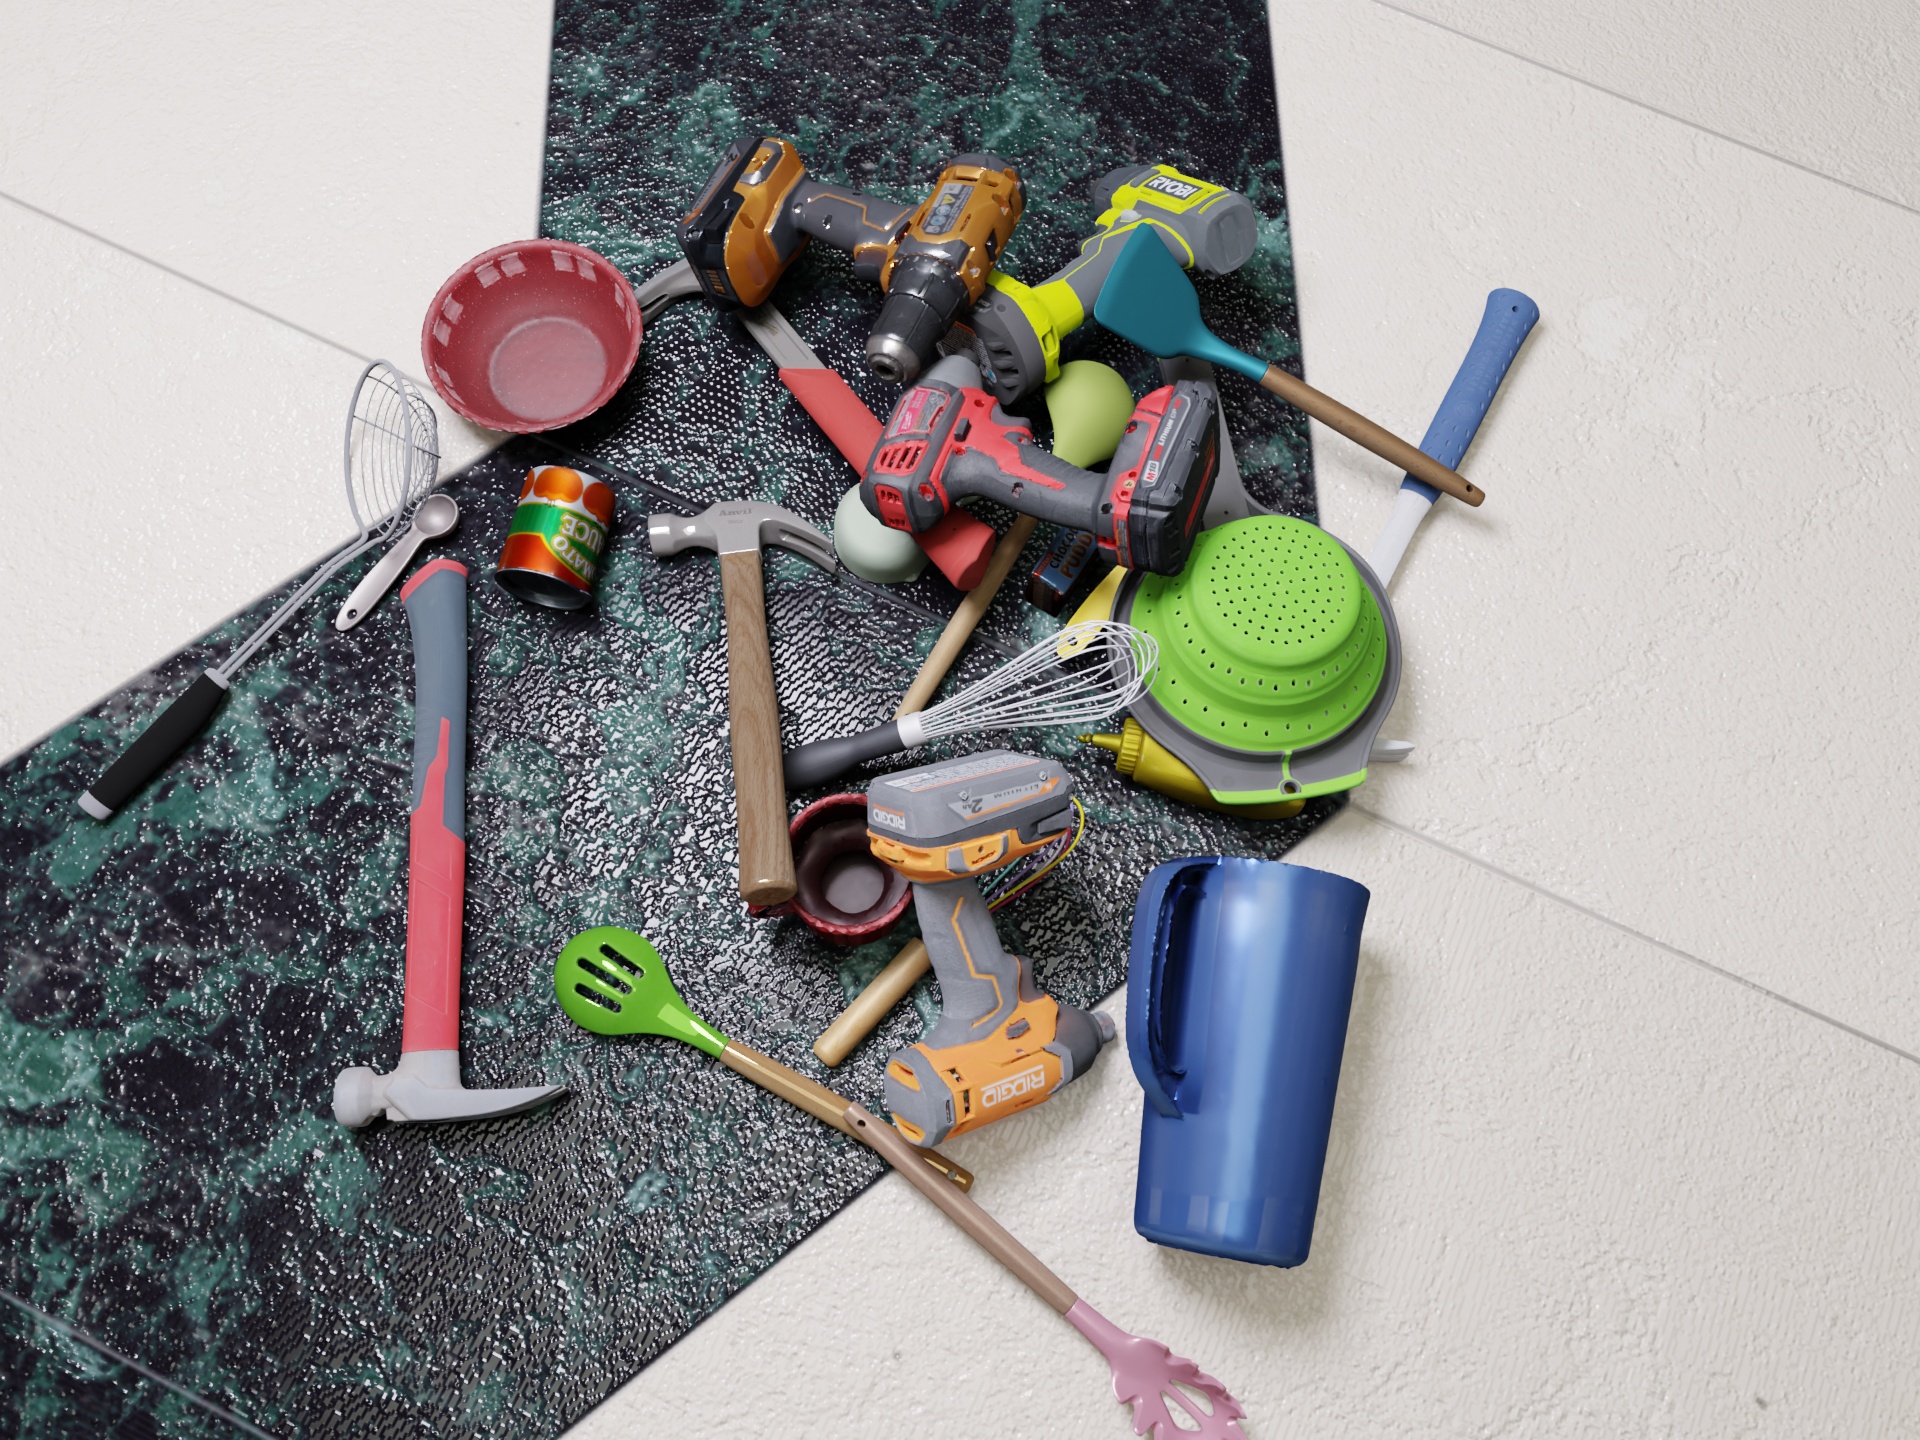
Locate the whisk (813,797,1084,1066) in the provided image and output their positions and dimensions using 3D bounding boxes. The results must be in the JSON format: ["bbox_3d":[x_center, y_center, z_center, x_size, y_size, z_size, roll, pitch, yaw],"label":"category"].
[{"bbox_3d":[-0.006,0.138,1.065,0.047,0.051,0.245,43,79,6],"label":"whisk"}]

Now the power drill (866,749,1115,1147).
[{"bbox_3d":[0.025,0.138,1.000,0.164,0.084,0.226,-12,103,-33],"label":"power drill"}]

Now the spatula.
[{"bbox_3d":[0.240,-0.235,1.126,0.317,0.044,0.082,28,78,-5],"label":"spatula"}]

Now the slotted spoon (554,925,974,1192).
[{"bbox_3d":[-0.130,0.226,1.040,0.314,0.031,0.070,28,75,6],"label":"slotted spoon"}]

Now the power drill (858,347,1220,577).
[{"bbox_3d":[0.054,-0.179,1.055,0.220,0.078,0.143,13,61,18],"label":"power drill"}]

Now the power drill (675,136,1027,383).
[{"bbox_3d":[-0.086,-0.325,1.122,0.226,0.084,0.185,14,64,23],"label":"power drill"}]

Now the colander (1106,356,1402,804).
[{"bbox_3d":[0.192,-0.143,1.098,0.204,0.094,0.397,-8,66,-4],"label":"colander"}]

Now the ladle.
[{"bbox_3d":[0.032,-0.126,1.156,0.078,0.062,0.320,35,80,-20],"label":"ladle"}]

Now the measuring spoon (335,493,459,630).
[{"bbox_3d":[-0.407,-0.111,1.152,0.034,0.018,0.124,35,81,19],"label":"measuring spoon"}]

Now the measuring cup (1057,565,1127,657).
[{"bbox_3d":[0.119,-0.101,1.155,0.062,0.029,0.156,37,77,10],"label":"measuring cup"}]

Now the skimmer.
[{"bbox_3d":[-0.493,-0.091,1.101,0.363,0.090,0.127,-50,42,-12],"label":"skimmer"}]

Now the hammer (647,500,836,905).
[{"bbox_3d":[-0.138,-0.024,1.068,0.130,0.031,0.332,-8,54,-4],"label":"hammer"}]

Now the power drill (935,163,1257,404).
[{"bbox_3d":[0.085,-0.337,1.185,0.223,0.080,0.171,-34,40,-12],"label":"power drill"}]

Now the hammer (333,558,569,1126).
[{"bbox_3d":[-0.339,0.073,1.078,0.143,0.038,0.387,-3,72,-4],"label":"hammer"}]

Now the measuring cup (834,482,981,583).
[{"bbox_3d":[-0.016,-0.164,1.164,0.167,0.038,0.083,-30,75,-9],"label":"measuring cup"}]

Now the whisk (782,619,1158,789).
[{"bbox_3d":[-0.002,-0.003,1.071,0.284,0.070,0.070,-19,72,13],"label":"whisk"}]

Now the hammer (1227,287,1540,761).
[{"bbox_3d":[0.336,-0.152,1.172,0.144,0.035,0.405,28,73,8],"label":"hammer"}]

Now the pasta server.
[{"bbox_3d":[0.048,0.348,0.989,0.316,0.040,0.060,40,89,7],"label":"pasta server"}]

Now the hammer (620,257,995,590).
[{"bbox_3d":[-0.100,-0.224,1.155,0.149,0.036,0.359,-33,66,-12],"label":"hammer"}]
